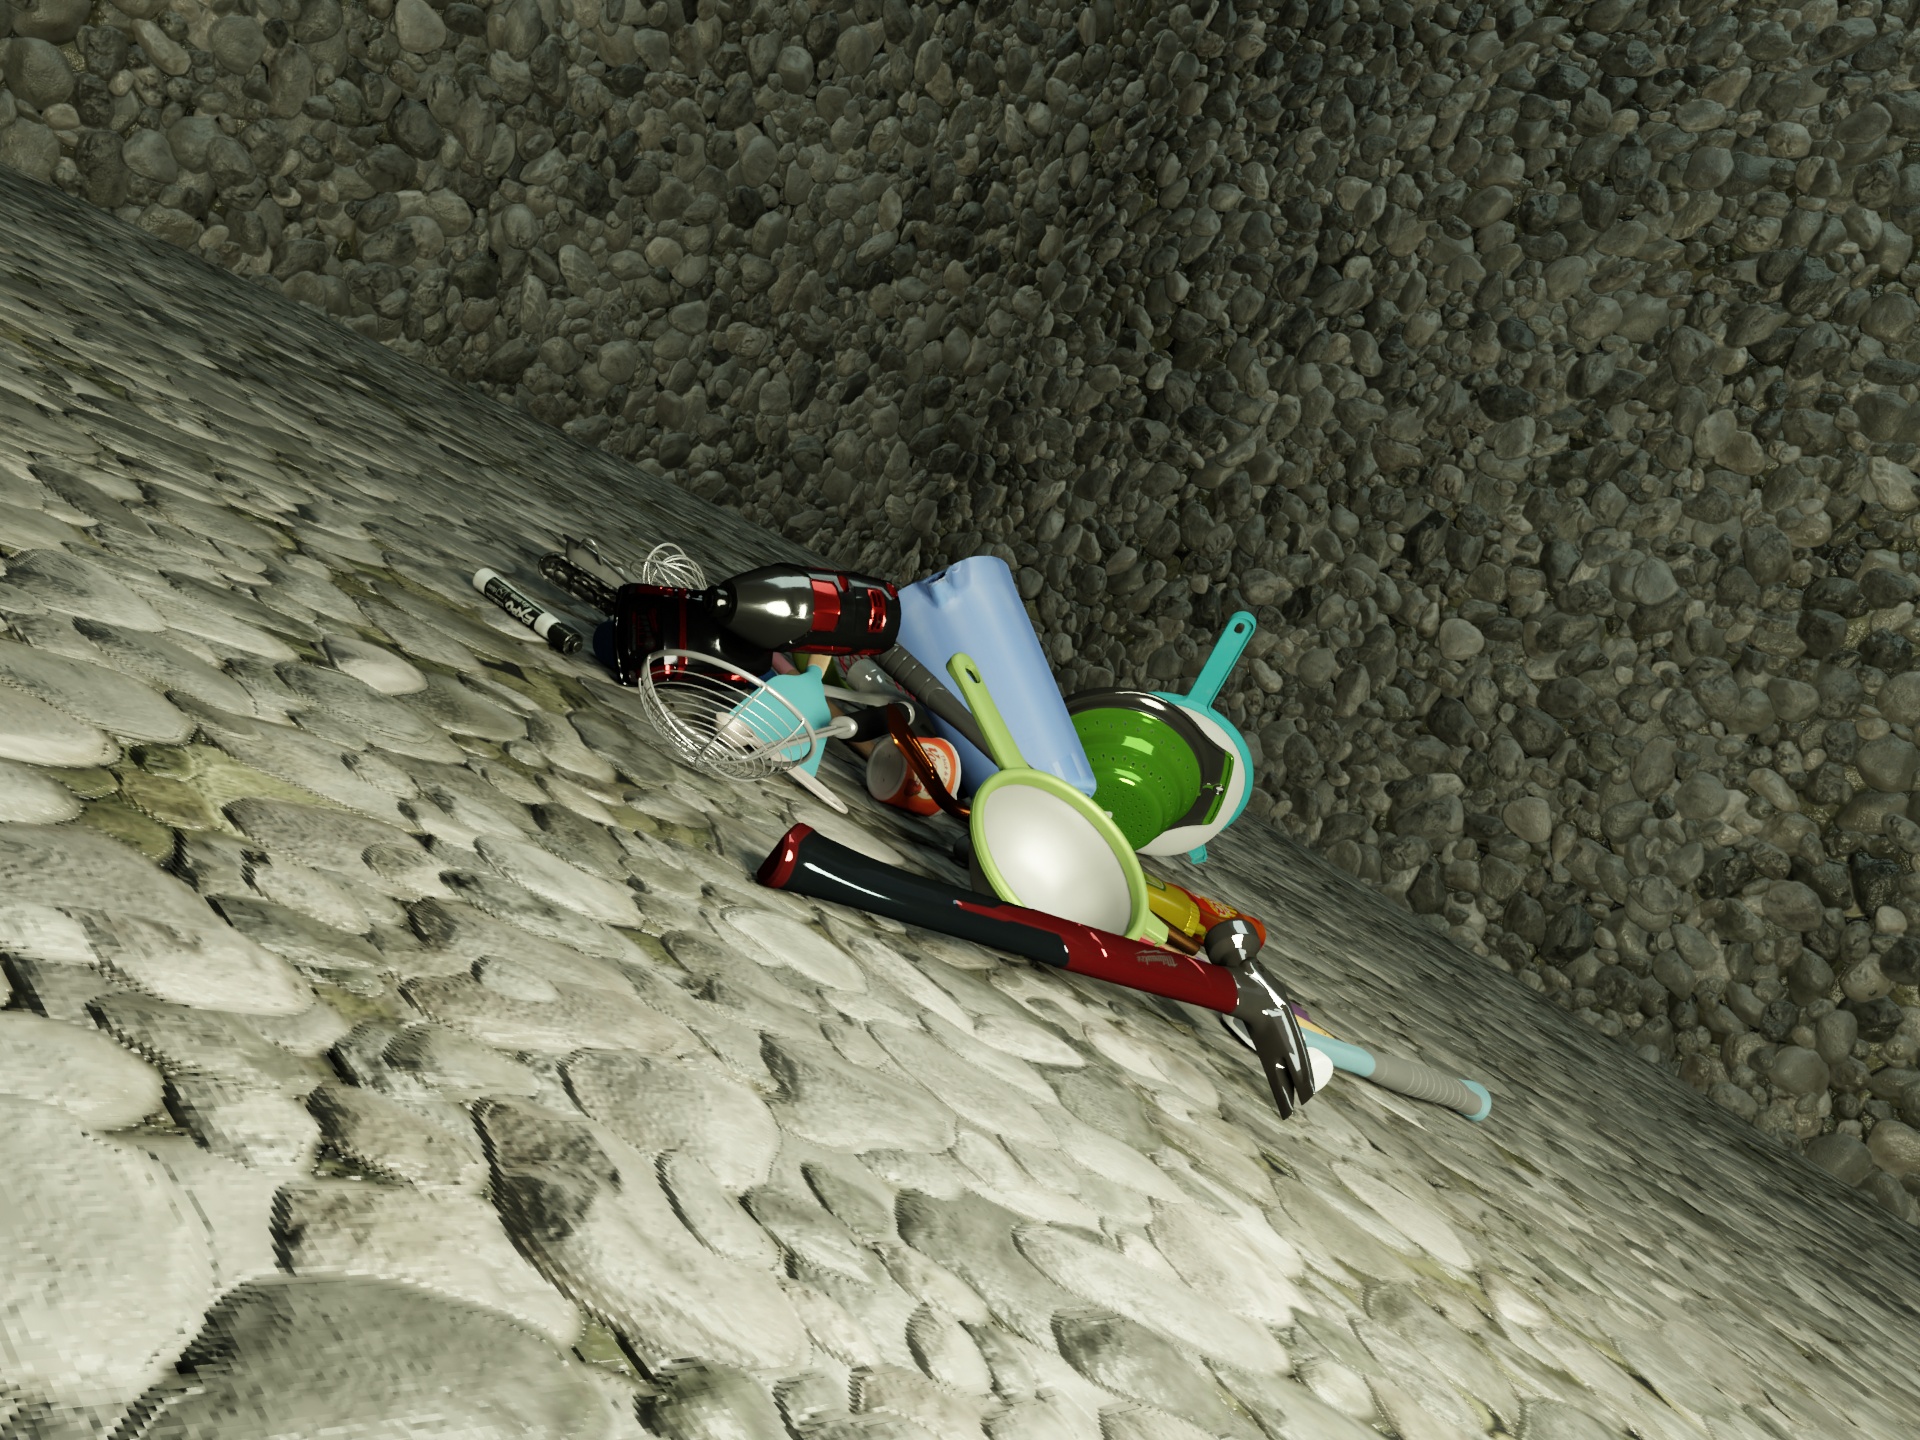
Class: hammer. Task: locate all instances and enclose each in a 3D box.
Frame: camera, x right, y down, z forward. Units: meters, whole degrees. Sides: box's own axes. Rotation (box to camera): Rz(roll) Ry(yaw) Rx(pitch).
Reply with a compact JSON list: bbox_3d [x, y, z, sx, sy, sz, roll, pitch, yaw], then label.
[{"bbox_3d":[0.326,0.274,1.262,0.330,0.033,0.128,25,9,-39],"label":"hammer"},{"bbox_3d":[-0.157,-0.033,1.403,0.144,0.035,0.405,38,14,31],"label":"hammer"},{"bbox_3d":[0.055,0.144,0.967,0.386,0.038,0.143,20,35,-29],"label":"hammer"},{"bbox_3d":[-0.002,-0.004,1.346,0.335,0.035,0.146,41,5,36],"label":"hammer"}]

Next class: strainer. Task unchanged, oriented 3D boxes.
[{"bbox_3d":[0.240,0.033,1.748,0.211,0.340,0.095,23,37,-1],"label":"strainer"},{"bbox_3d":[-0.342,-0.141,1.568,0.087,0.050,0.258,36,1,3],"label":"strainer"},{"bbox_3d":[0.033,0.069,1.125,0.151,0.069,0.257,3,50,-43],"label":"strainer"}]

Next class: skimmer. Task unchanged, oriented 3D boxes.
[{"bbox_3d":[-0.108,-0.016,1.176,0.127,0.090,0.363,13,10,20],"label":"skimmer"}]

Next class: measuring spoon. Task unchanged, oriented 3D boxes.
[{"bbox_3d":[-0.137,0.036,1.194,0.124,0.018,0.034,37,14,5],"label":"measuring spoon"}]

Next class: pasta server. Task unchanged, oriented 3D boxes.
[{"bbox_3d":[-0.155,-0.025,1.548,0.060,0.040,0.317,23,12,-45],"label":"pasta server"}]

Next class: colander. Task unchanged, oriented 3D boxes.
[{"bbox_3d":[0.083,0.052,1.678,0.397,0.204,0.095,14,40,5],"label":"colander"}]

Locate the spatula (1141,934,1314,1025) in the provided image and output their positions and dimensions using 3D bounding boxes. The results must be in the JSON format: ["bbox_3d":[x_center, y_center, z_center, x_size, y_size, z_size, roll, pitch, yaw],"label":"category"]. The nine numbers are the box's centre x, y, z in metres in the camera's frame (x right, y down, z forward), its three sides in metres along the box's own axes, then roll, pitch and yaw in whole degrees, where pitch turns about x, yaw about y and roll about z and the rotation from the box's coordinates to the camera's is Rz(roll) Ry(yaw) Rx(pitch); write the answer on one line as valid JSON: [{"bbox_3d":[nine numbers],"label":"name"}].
[{"bbox_3d":[0.168,0.189,1.299,0.315,0.018,0.060,28,15,-18],"label":"spatula"}]

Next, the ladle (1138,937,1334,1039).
[{"bbox_3d":[0.178,0.195,1.257,0.315,0.031,0.069,29,26,-21],"label":"ladle"}]

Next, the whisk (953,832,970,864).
[{"bbox_3d":[0.051,0.106,1.338,0.055,0.055,0.239,32,11,23],"label":"whisk"}]

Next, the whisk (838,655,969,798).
[{"bbox_3d":[-0.056,-0.018,1.619,0.073,0.073,0.296,24,22,-43],"label":"whisk"}]

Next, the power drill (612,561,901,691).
[{"bbox_3d":[-0.159,-0.070,1.146,0.143,0.078,0.220,2,-5,-38],"label":"power drill"}]

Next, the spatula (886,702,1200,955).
[{"bbox_3d":[0.065,0.095,1.256,0.322,0.041,0.081,33,14,-13],"label":"spatula"}]

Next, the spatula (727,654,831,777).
[{"bbox_3d":[-0.131,-0.041,1.363,0.082,0.044,0.318,37,16,-10],"label":"spatula"}]

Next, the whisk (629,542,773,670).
[{"bbox_3d":[-0.219,-0.083,1.407,0.059,0.058,0.246,6,-22,21],"label":"whisk"}]

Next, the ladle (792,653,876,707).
[{"bbox_3d":[-0.050,-0.011,1.776,0.320,0.062,0.078,30,4,-18],"label":"ladle"}]
